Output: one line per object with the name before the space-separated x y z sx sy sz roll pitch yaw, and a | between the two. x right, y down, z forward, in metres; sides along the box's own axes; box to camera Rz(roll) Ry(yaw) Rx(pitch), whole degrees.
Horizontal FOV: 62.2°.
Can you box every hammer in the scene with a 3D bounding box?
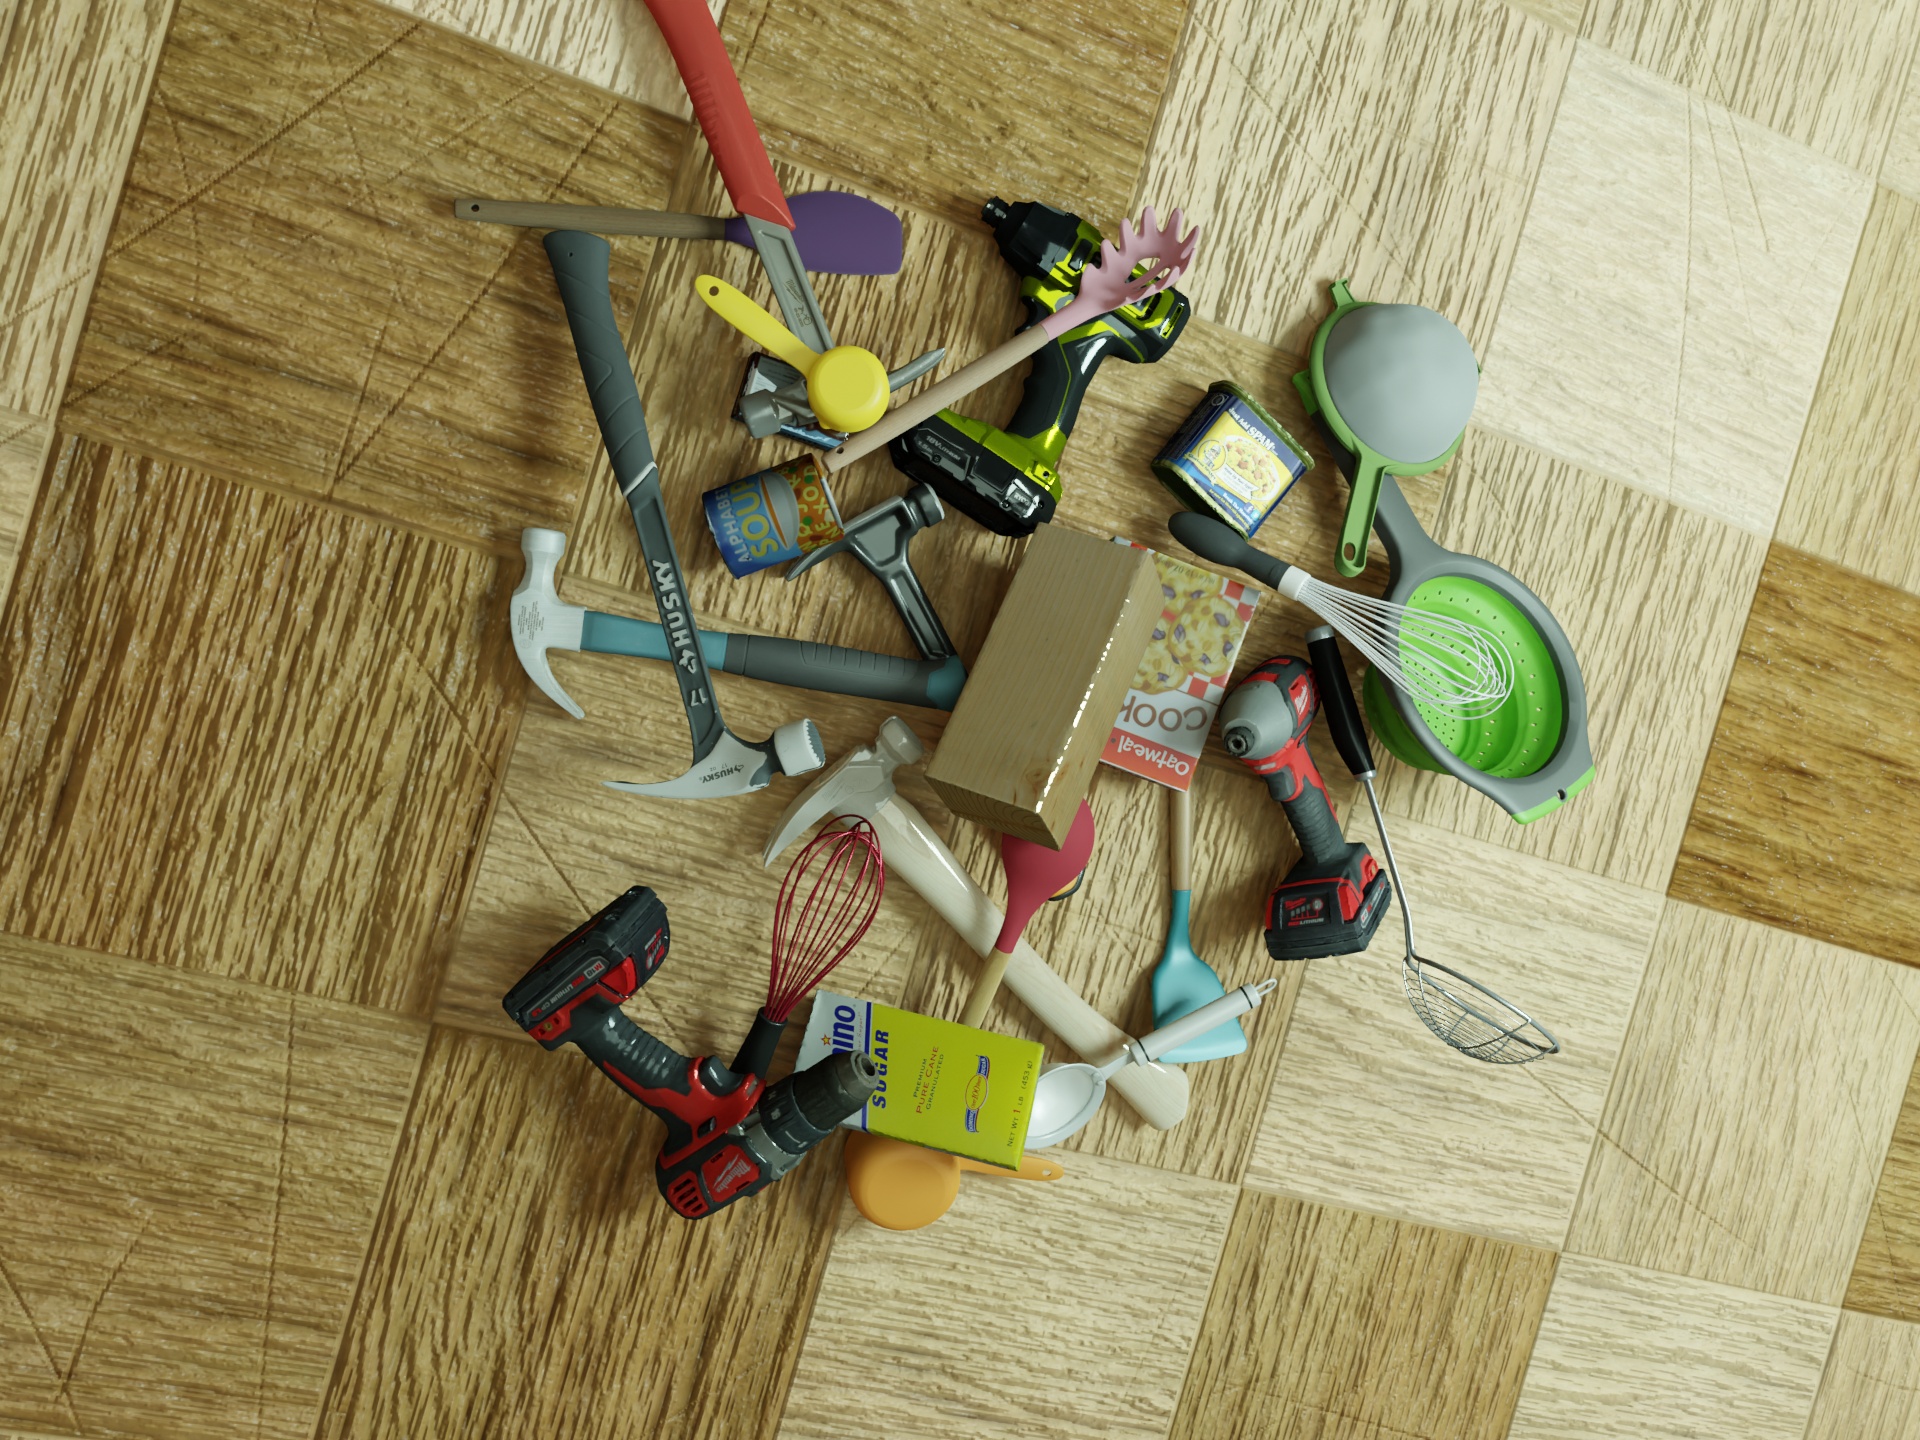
hammer | 0.030 0.186 1.229 0.146 0.038 0.410 -41 108 5
hammer | -0.141 -0.386 1.104 0.149 0.037 0.359 -21 94 -1
hammer | -0.002 -0.004 1.206 0.127 0.034 0.336 -30 104 -6
hammer | -0.217 -0.142 1.083 0.149 0.036 0.409 -18 85 9
hammer | -0.154 -0.048 1.136 0.331 0.033 0.128 9 94 -7

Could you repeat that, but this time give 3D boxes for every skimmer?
skimmer | 0.358 0.093 1.229 0.090 0.127 0.363 -16 83 -3

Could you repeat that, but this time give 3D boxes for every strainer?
strainer | 0.337 -0.227 1.223 0.151 0.069 0.256 26 64 -16
strainer | 0.130 0.260 1.227 0.258 0.050 0.086 -27 132 -4

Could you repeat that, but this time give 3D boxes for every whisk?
whisk | 0.277 -0.088 1.183 0.285 0.070 0.070 32 85 20
whisk | -0.128 0.199 1.155 0.073 0.073 0.295 21 105 -17

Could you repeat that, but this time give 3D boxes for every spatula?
spatula | 0.183 0.110 1.269 0.082 0.044 0.317 -3 95 -20
spatula | -0.194 -0.353 1.128 0.315 0.018 0.060 -2 93 -17

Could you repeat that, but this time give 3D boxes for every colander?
colander | 0.354 -0.095 1.282 0.204 0.094 0.397 -25 83 -32

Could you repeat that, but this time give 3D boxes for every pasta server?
pasta server | 0.035 -0.265 1.120 0.316 0.040 0.060 -33 65 -10

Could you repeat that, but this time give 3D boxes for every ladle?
ladle | 0.021 0.193 1.199 0.069 0.031 0.315 20 106 -10

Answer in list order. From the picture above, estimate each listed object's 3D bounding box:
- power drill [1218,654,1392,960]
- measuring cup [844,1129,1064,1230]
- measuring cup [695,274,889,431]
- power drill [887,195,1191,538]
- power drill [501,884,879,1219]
power drill | 0.260 0.069 1.241 0.143 0.078 0.219 -35 109 -57
measuring cup | -0.002 0.349 1.214 0.173 0.052 0.095 9 109 -8
measuring cup | -0.117 -0.256 1.079 0.156 0.029 0.062 36 88 -3
power drill | 0.047 -0.264 1.179 0.171 0.080 0.223 32 83 -12
power drill | -0.184 0.227 1.109 0.188 0.080 0.226 -36 98 21
